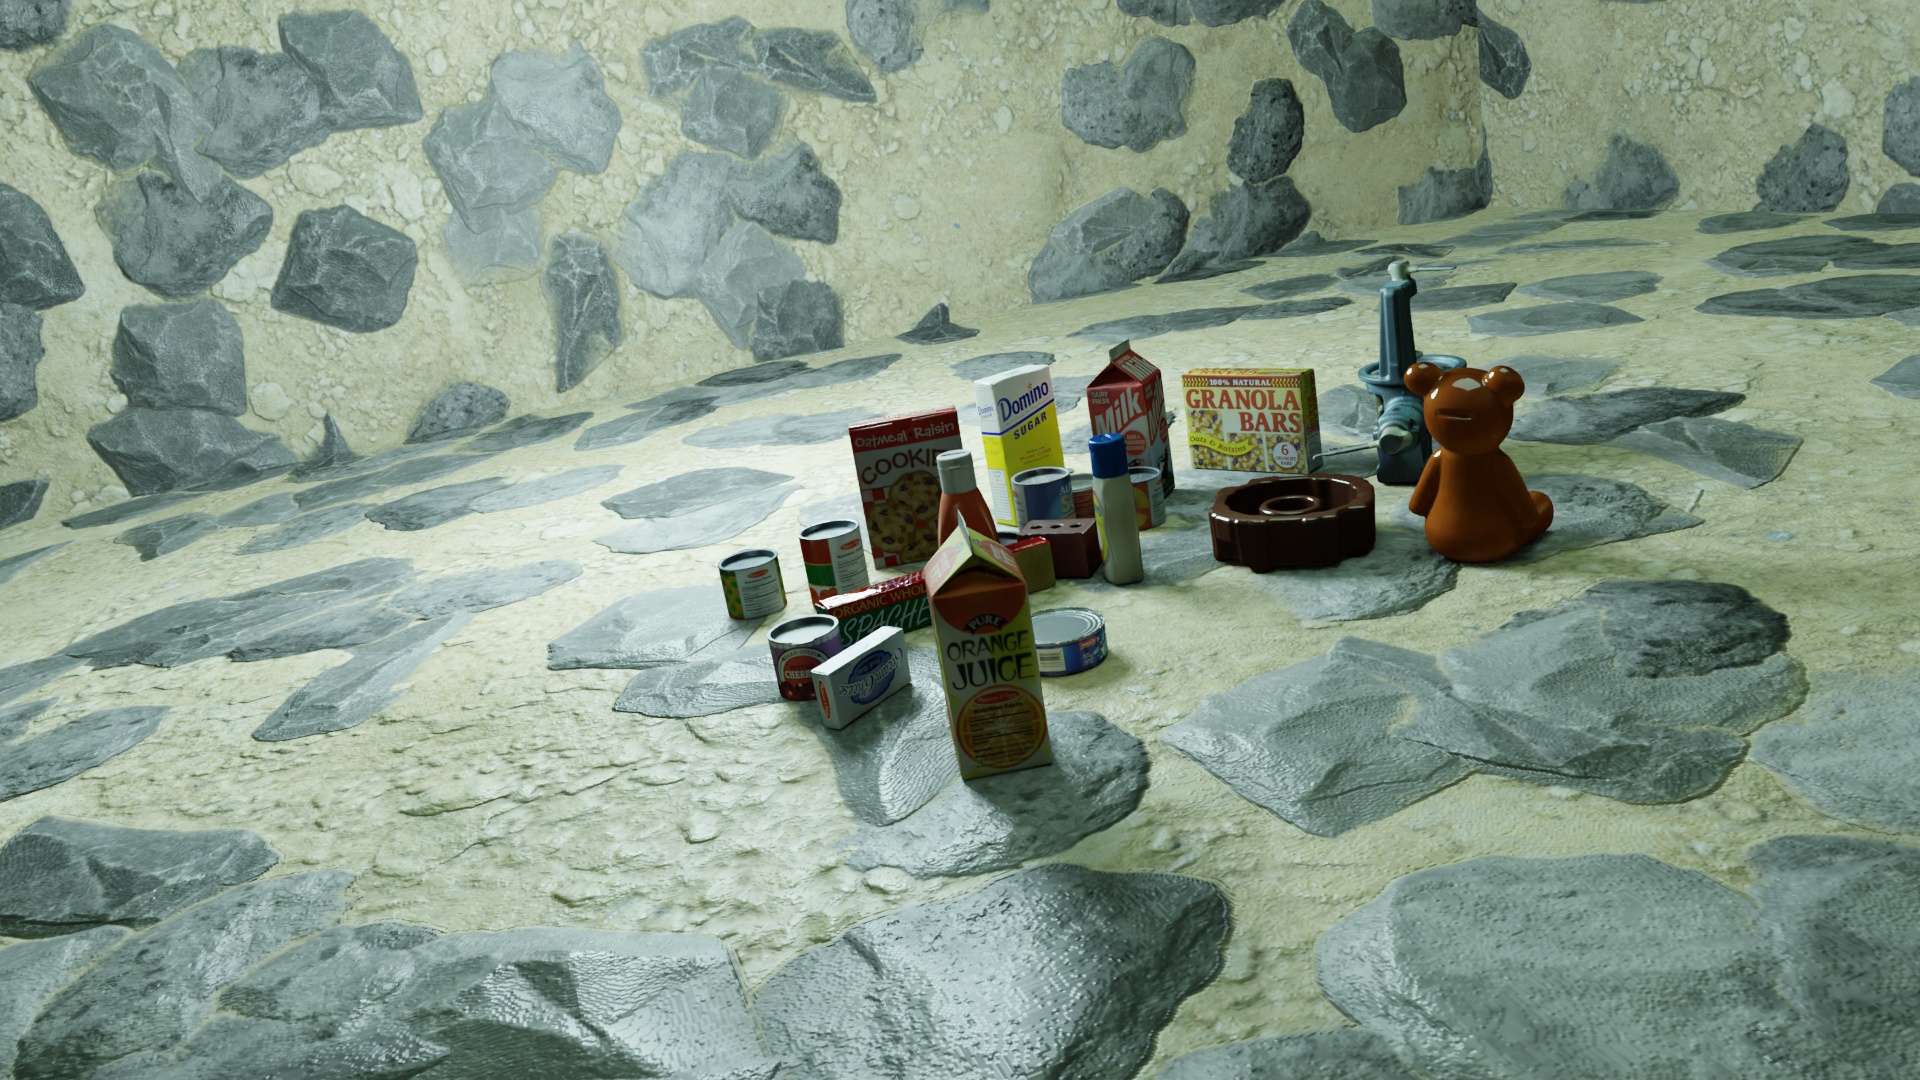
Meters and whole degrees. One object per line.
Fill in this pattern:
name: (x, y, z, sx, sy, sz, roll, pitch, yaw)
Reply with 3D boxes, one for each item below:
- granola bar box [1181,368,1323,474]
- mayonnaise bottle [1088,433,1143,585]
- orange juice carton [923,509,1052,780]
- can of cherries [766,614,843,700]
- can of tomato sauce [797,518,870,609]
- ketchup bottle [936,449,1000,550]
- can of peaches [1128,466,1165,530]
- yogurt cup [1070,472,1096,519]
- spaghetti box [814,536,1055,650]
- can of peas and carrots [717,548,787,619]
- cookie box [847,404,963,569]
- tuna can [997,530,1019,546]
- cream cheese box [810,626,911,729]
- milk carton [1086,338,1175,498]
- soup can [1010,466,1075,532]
granola bar box: (0.356, -0.148, 1.705, 0.165, 0.123, 0.039, 6, 22, 40)
mayonnaise bottle: (0.156, -0.033, 1.404, 0.041, 0.147, 0.065, -11, 17, -4)
orange juice carton: (0.018, 0.076, 1.055, 0.073, 0.192, 0.072, -10, 17, -3)
can of cherries: (-0.139, 0.107, 1.263, 0.071, 0.058, 0.072, -9, 17, 3)
can of tomato sauce: (-0.134, 0.026, 1.477, 0.071, 0.082, 0.071, -9, 17, 3)
ketchup bottle: (0.005, -0.018, 1.434, 0.065, 0.148, 0.044, -8, 17, 5)
can of peaches: (0.196, -0.048, 1.580, 0.071, 0.058, 0.071, -9, 17, 3)
yogurt cup: (0.136, -0.043, 1.605, 0.072, 0.053, 0.072, -9, 17, 3)
spaghetti box: (-0.021, 0.053, 1.387, 0.251, 0.050, 0.029, -16, 18, -21)
can of peas and carrots: (-0.225, 0.046, 1.503, 0.071, 0.058, 0.071, -9, 17, 3)
cookie box: (-0.052, -0.061, 1.568, 0.123, 0.167, 0.040, -11, 17, -4)
tuna can: (0.037, 0.016, 1.504, 0.071, 0.032, 0.071, -9, 17, 3)
cream cheese box: (-0.085, 0.118, 1.208, 0.024, 0.053, 0.104, 3, 21, 36)
milk carton: (0.201, -0.140, 1.650, 0.073, 0.190, 0.073, -1, 19, 27)
soup can: (0.097, -0.034, 1.544, 0.071, 0.083, 0.071, -9, 17, 3)
